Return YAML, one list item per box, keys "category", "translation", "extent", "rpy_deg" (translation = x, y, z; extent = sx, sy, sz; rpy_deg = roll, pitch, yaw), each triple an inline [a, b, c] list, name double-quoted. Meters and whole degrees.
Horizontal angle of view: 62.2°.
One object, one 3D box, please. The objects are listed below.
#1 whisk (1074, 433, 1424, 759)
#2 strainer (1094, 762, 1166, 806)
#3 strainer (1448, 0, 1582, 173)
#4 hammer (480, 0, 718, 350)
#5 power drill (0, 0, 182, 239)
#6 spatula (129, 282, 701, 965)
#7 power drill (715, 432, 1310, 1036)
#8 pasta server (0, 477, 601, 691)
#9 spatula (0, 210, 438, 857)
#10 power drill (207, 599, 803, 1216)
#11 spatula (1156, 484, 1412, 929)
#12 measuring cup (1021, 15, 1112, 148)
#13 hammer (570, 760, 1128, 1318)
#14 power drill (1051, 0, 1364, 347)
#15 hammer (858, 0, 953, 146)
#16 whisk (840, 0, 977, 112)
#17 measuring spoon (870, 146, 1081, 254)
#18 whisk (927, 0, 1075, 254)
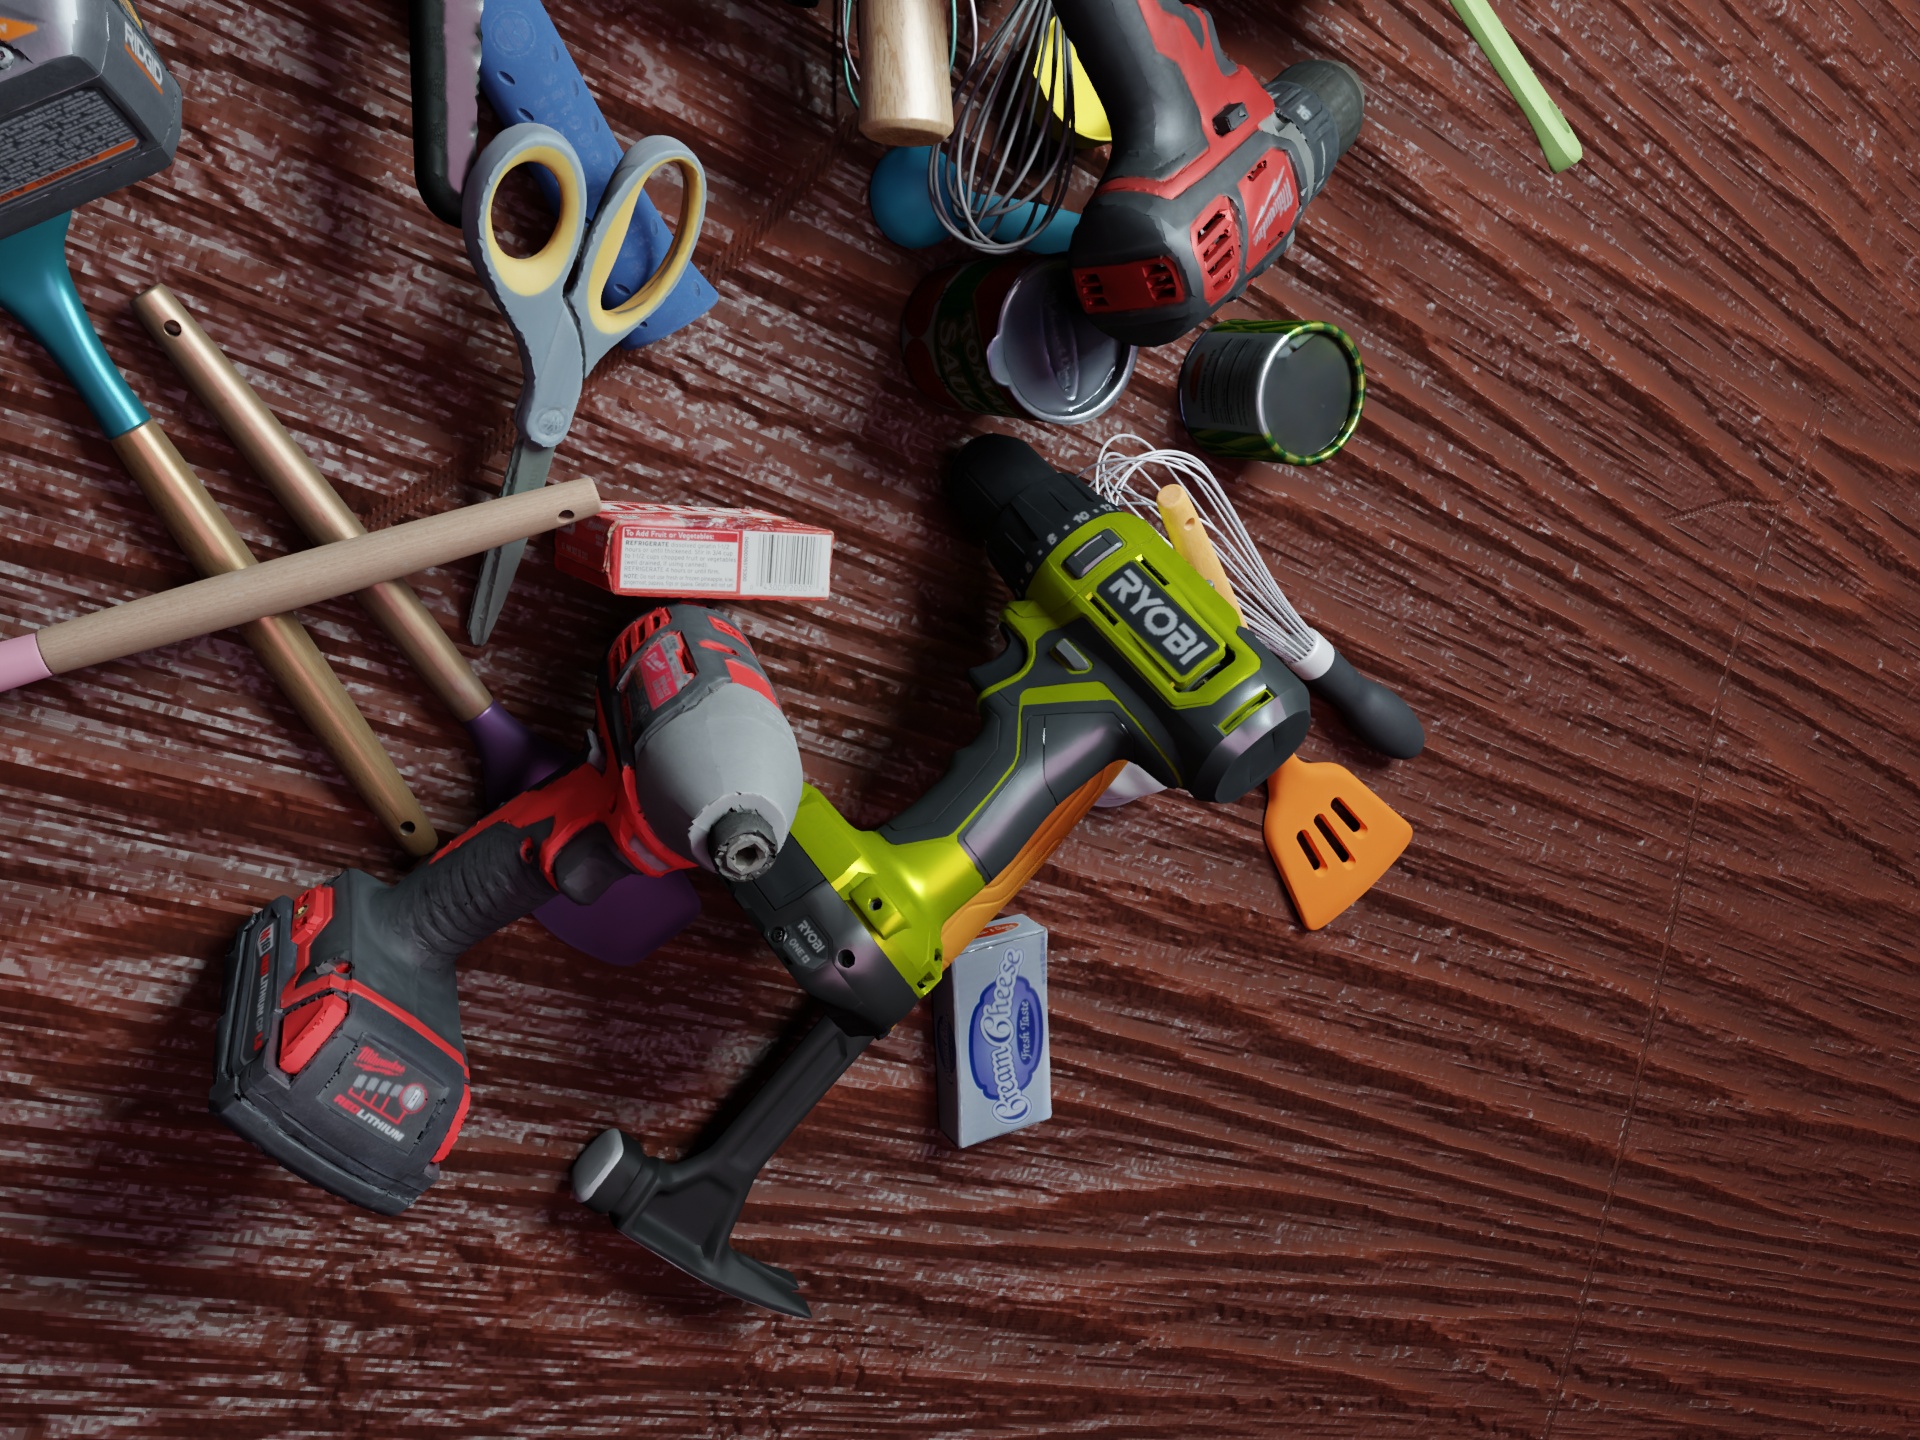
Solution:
- category: "whisk"
  translation: [0.153, -0.048, 0.779]
  extent: [0.284, 0.070, 0.070]
  rpy_deg: [34, 85, -36]
- category: "strainer"
  translation: [0.031, 0.034, 0.738]
  extent: [0.258, 0.050, 0.086]
  rpy_deg: [-25, 128, -19]
- category: "strainer"
  translation: [0.174, -0.328, 0.688]
  extent: [0.256, 0.069, 0.152]
  rpy_deg: [46, 42, -20]
- category: "hammer"
  translation: [-0.201, -0.307, 0.517]
  extent: [0.144, 0.035, 0.405]
  rpy_deg: [-37, 118, -17]
- category: "power drill"
  translation: [-0.288, -0.247, 0.408]
  extent: [0.185, 0.084, 0.226]
  rpy_deg: [-27, 90, -8]
- category: "spatula"
  translation: [-0.200, -0.022, 0.600]
  extent: [0.060, 0.018, 0.315]
  rpy_deg: [-36, 119, -11]
- category: "power drill"
  translation: [-0.001, -0.002, 0.648]
  extent: [0.228, 0.191, 0.080]
  rpy_deg: [-38, 156, -8]
- category: "pasta server"
  translation: [-0.270, -0.025, 0.521]
  extent: [0.316, 0.040, 0.060]
  rpy_deg: [-19, 145, -16]
- category: "spatula"
  translation: [-0.266, -0.072, 0.534]
  extent: [0.082, 0.044, 0.317]
  rpy_deg: [-30, 118, -8]
- category: "power drill"
  translation: [-0.149, 0.060, 0.553]
  extent: [0.219, 0.143, 0.078]
  rpy_deg: [-40, 124, 3]
- category: "spatula"
  translation: [0.151, -0.002, 0.762]
  extent: [0.081, 0.041, 0.322]
  rpy_deg: [-42, 140, -5]
- category: "measuring cup"
  translation: [0.046, -0.320, 0.669]
  extent: [0.062, 0.029, 0.156]
  rpy_deg: [-10, 95, -21]
- category: "hammer"
  translation: [-0.015, 0.108, 0.701]
  extent: [0.127, 0.034, 0.337]
  rpy_deg: [41, 88, -26]
- category: "power drill"
  translation: [0.081, -0.276, 0.590]
  extent: [0.188, 0.080, 0.226]
  rpy_deg: [-48, 127, -35]
- category: "hammer"
  translation: [-0.027, -0.376, 0.562]
  extent: [0.130, 0.031, 0.331]
  rpy_deg: [-4, 96, -24]
- category: "whisk"
  translation: [-0.026, -0.348, 0.610]
  extent: [0.047, 0.051, 0.245]
  rpy_deg: [-20, 110, -54]
- category: "measuring spoon"
  translation: [0.023, -0.214, 0.677]
  extent: [0.128, 0.021, 0.042]
  rpy_deg: [4, 101, -30]
- category: "whisk"
  translation: [0.039, -0.292, 0.627]
  extent: [0.055, 0.055, 0.239]
  rpy_deg: [22, 80, -32]
